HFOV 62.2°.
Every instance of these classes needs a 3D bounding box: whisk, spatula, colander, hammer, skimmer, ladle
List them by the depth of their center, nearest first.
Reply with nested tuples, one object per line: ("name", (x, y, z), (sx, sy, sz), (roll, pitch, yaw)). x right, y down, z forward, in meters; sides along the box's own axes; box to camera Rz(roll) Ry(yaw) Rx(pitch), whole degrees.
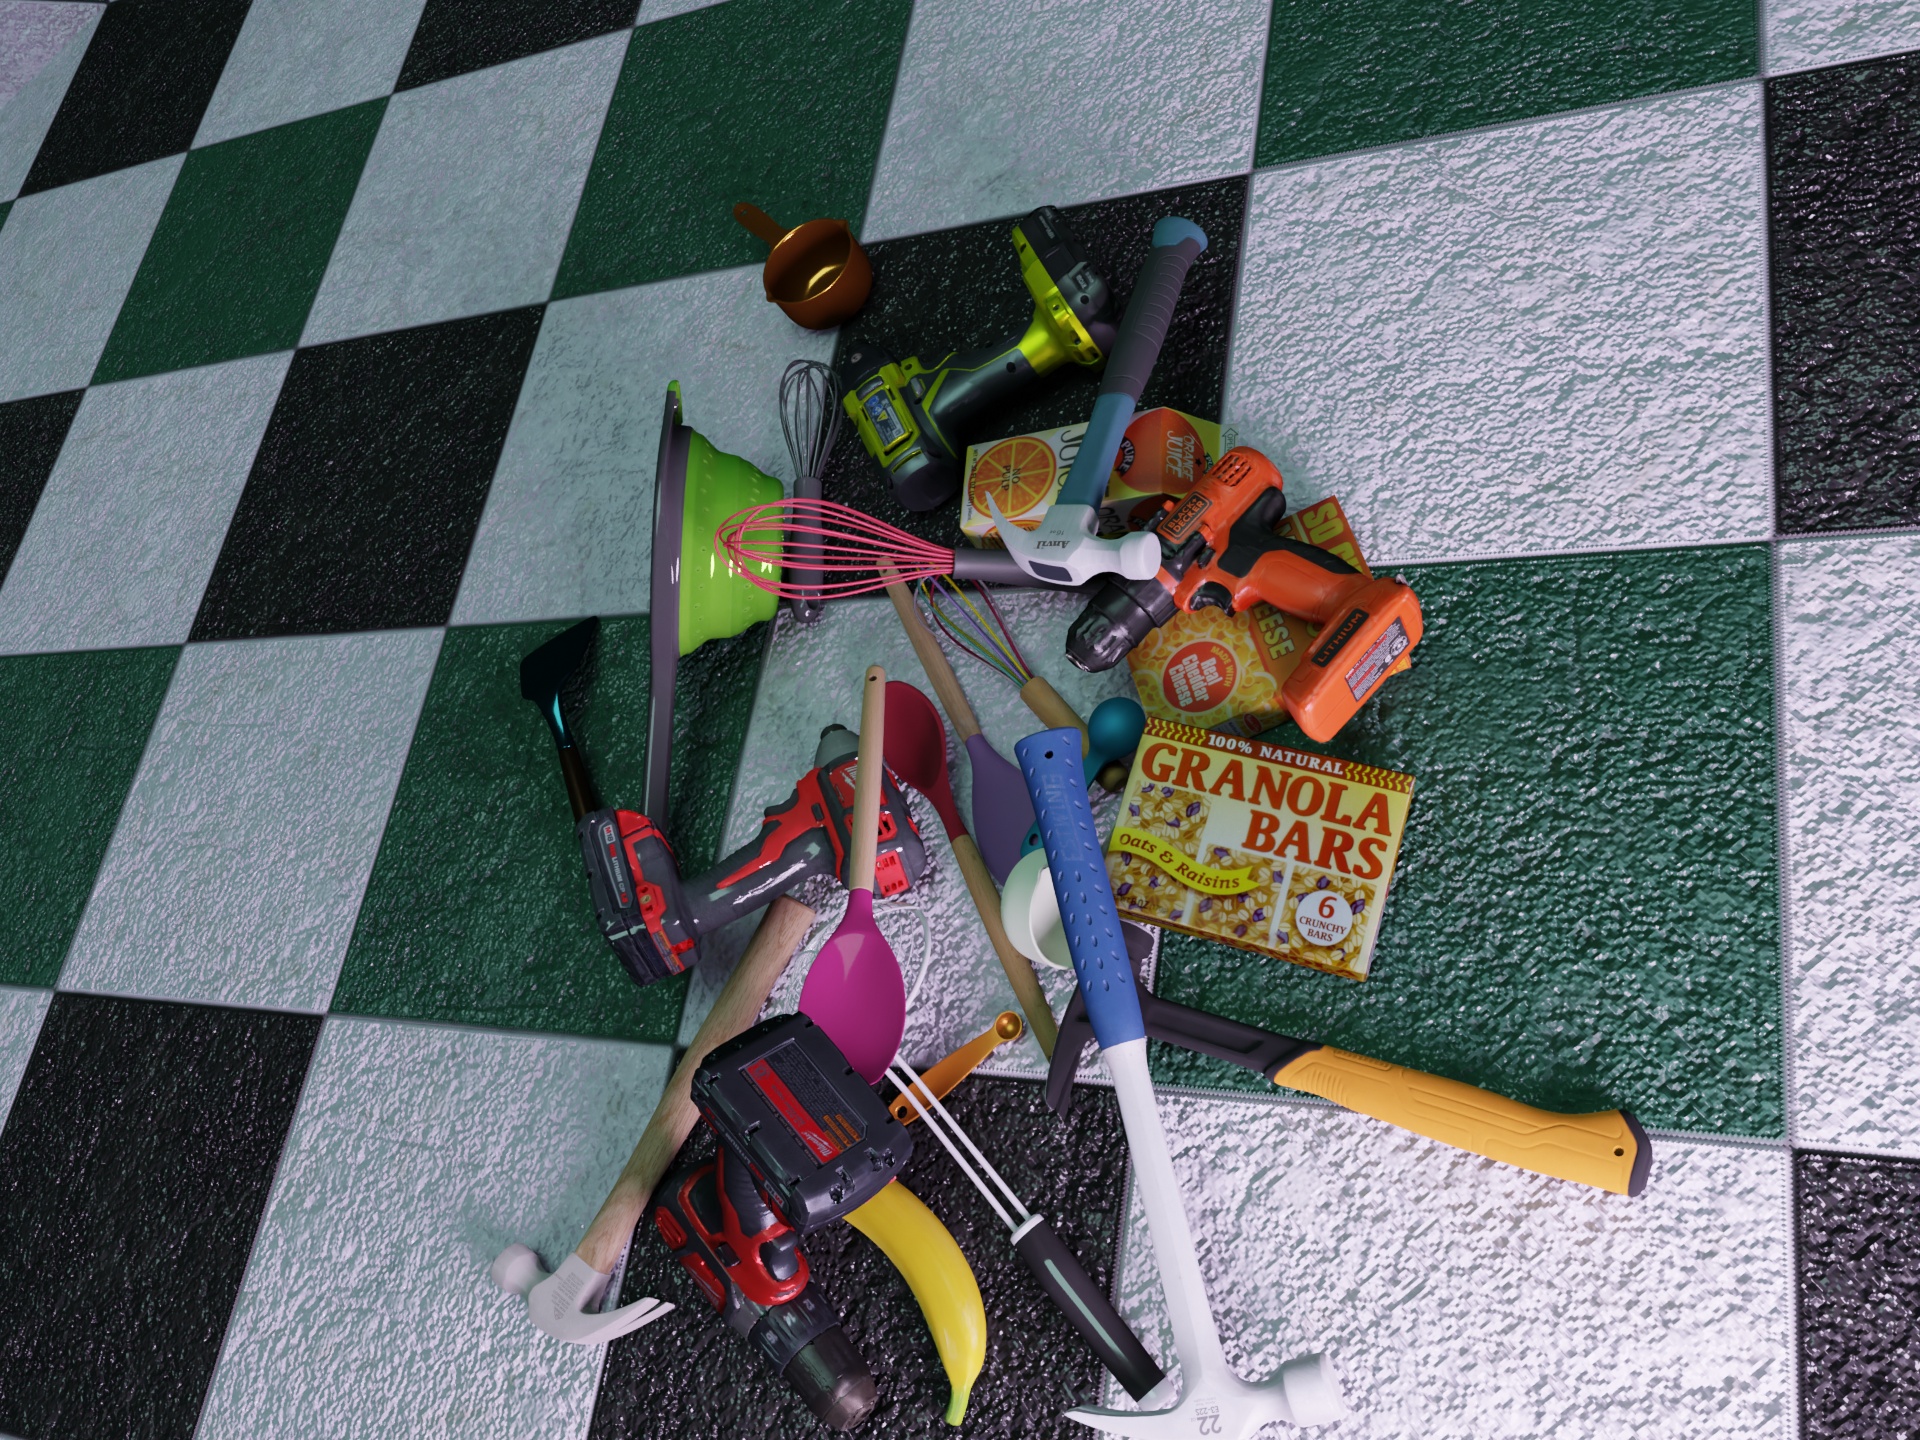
("hammer", (0.212, 0.209, 0.905), (0.337, 0.034, 0.127), (11, 65, 30))
("hammer", (0.090, 0.198, 0.910), (0.144, 0.035, 0.406), (-18, 69, 13))
("skimmer", (0.013, 0.262, 0.984), (0.127, 0.090, 0.364), (-46, 66, 9))
("ladle", (0.009, 0.101, 1.070), (0.069, 0.031, 0.316), (-55, 49, 40))
("hammer", (0.112, -0.227, 1.089), (0.128, 0.033, 0.331), (3, 56, 29))
("hammer", (-0.193, 0.270, 1.095), (0.130, 0.031, 0.331), (23, 78, 34))
("whisk", (-0.024, -0.112, 1.110), (0.296, 0.073, 0.073), (4, 65, -4))
("whisk", (0.039, -0.035, 1.121), (0.245, 0.051, 0.047), (49, 131, 31))
("spatula", (-0.002, -0.004, 1.136), (0.060, 0.018, 0.316), (-39, 55, 18))
("colander", (-0.187, -0.053, 1.211), (0.094, 0.204, 0.397), (3, 82, -8))
("spatula", (-0.298, 0.049, 1.265), (0.082, 0.044, 0.318), (-29, 61, 12))
("whisk", (-0.121, -0.187, 1.275), (0.055, 0.055, 0.239), (-10, 67, 23))

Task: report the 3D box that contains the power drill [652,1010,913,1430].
("power drill", (-0.099, 0.301, 0.936), (0.080, 0.226, 0.188), (-24, 58, -38))

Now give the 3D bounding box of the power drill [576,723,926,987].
("power drill", (-0.144, 0.084, 1.104), (0.219, 0.078, 0.143), (-21, 49, -5))

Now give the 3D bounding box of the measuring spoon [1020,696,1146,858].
("measuring spoon", (0.073, 0.037, 1.043), (0.128, 0.021, 0.042), (-55, 46, 8))

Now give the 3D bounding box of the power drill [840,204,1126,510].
("power drill", (0.012, -0.286, 1.232), (0.223, 0.080, 0.171), (-34, 56, 13))

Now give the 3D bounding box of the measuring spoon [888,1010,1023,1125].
("measuring spoon", (-0.004, 0.228, 1.031), (0.117, 0.011, 0.021), (-40, 57, 9))

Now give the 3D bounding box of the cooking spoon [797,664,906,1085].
("cooking spoon", (-0.063, 0.090, 1.030), (0.069, 0.017, 0.319), (-8, 52, 12))

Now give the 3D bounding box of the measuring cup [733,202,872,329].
("measuring cup", (-0.142, -0.401, 1.384), (0.095, 0.052, 0.174), (-46, 52, 1))

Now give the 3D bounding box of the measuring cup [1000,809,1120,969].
("measuring cup", (0.083, 0.084, 1.029), (0.038, 0.083, 0.168), (3, 50, 47))
